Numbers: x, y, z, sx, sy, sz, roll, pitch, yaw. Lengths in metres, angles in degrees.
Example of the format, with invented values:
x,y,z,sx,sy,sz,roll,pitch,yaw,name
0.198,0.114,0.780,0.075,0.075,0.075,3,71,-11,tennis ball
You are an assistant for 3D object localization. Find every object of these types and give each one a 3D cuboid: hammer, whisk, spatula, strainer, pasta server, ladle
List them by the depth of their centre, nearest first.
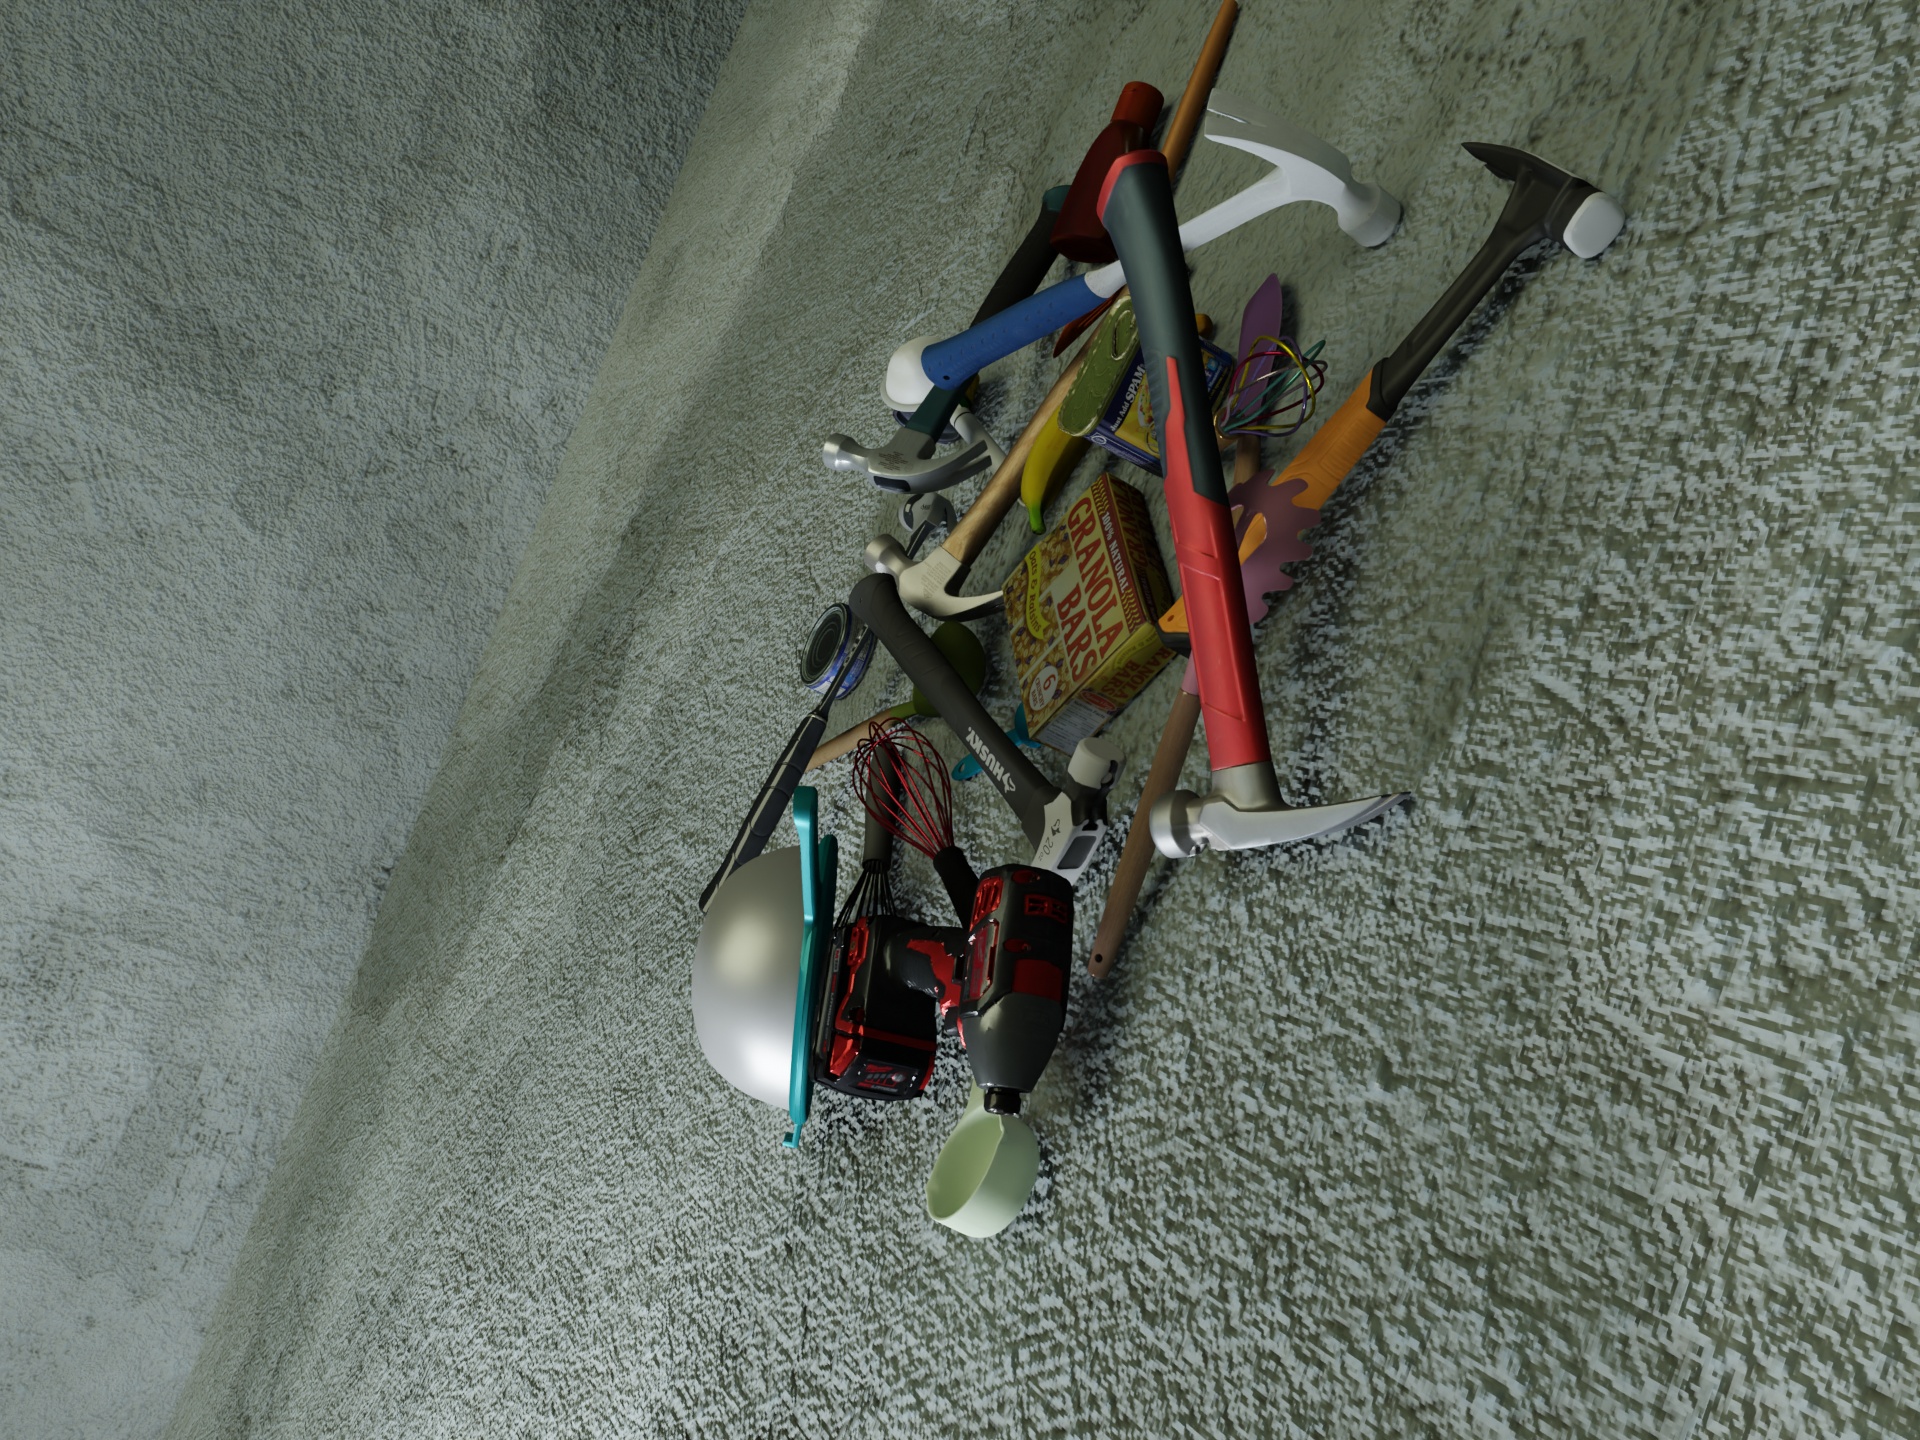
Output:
x,y,z,sx,sy,sz,roll,pitch,yaw,name
0.140,-0.125,0.856,0.143,0.038,0.386,-14,82,42,hammer
0.224,-0.174,0.914,0.337,0.034,0.127,-52,31,19,hammer
0.130,0.008,0.924,0.060,0.040,0.316,27,109,32,pasta server
0.169,-0.188,0.963,0.051,0.047,0.245,-62,5,-4,whisk
0.184,-0.158,1.013,0.059,0.018,0.316,132,151,-60,spatula
-0.002,-0.004,1.108,0.335,0.035,0.146,51,130,45,hammer
0.099,-0.312,1.112,0.405,0.144,0.035,-13,59,52,hammer
-0.142,0.146,1.116,0.340,0.095,0.211,96,179,-53,strainer
-0.015,0.089,1.148,0.073,0.073,0.296,-57,35,18,whisk
0.064,-0.217,1.219,0.130,0.031,0.331,41,100,26,hammer
-0.068,0.111,1.236,0.055,0.055,0.239,-41,33,41,whisk
0.152,-0.433,1.261,0.081,0.041,0.323,124,168,-83,spatula
-0.074,-0.006,1.327,0.320,0.062,0.078,-27,27,56,ladle
0.019,-0.324,1.329,0.128,0.033,0.331,22,69,23,hammer
-0.002,-0.261,1.342,0.087,0.050,0.259,-34,55,-1,strainer
-0.112,-0.013,1.349,0.409,0.036,0.149,-61,14,-1,hammer

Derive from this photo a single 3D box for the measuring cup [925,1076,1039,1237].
x,y,z,sx,sy,sz,roll,pitch,yaw,name
0.024,0.244,0.987,0.083,0.038,0.168,-46,17,35,measuring cup

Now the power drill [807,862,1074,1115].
x,y,z,sx,sy,sz,roll,pitch,yaw,name
-0.010,0.177,0.990,0.219,0.078,0.143,-26,52,55,power drill

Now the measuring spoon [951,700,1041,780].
x,y,z,sx,sy,sz,roll,pitch,yaw,name
0.025,0.014,1.163,0.128,0.021,0.042,-34,42,44,measuring spoon
